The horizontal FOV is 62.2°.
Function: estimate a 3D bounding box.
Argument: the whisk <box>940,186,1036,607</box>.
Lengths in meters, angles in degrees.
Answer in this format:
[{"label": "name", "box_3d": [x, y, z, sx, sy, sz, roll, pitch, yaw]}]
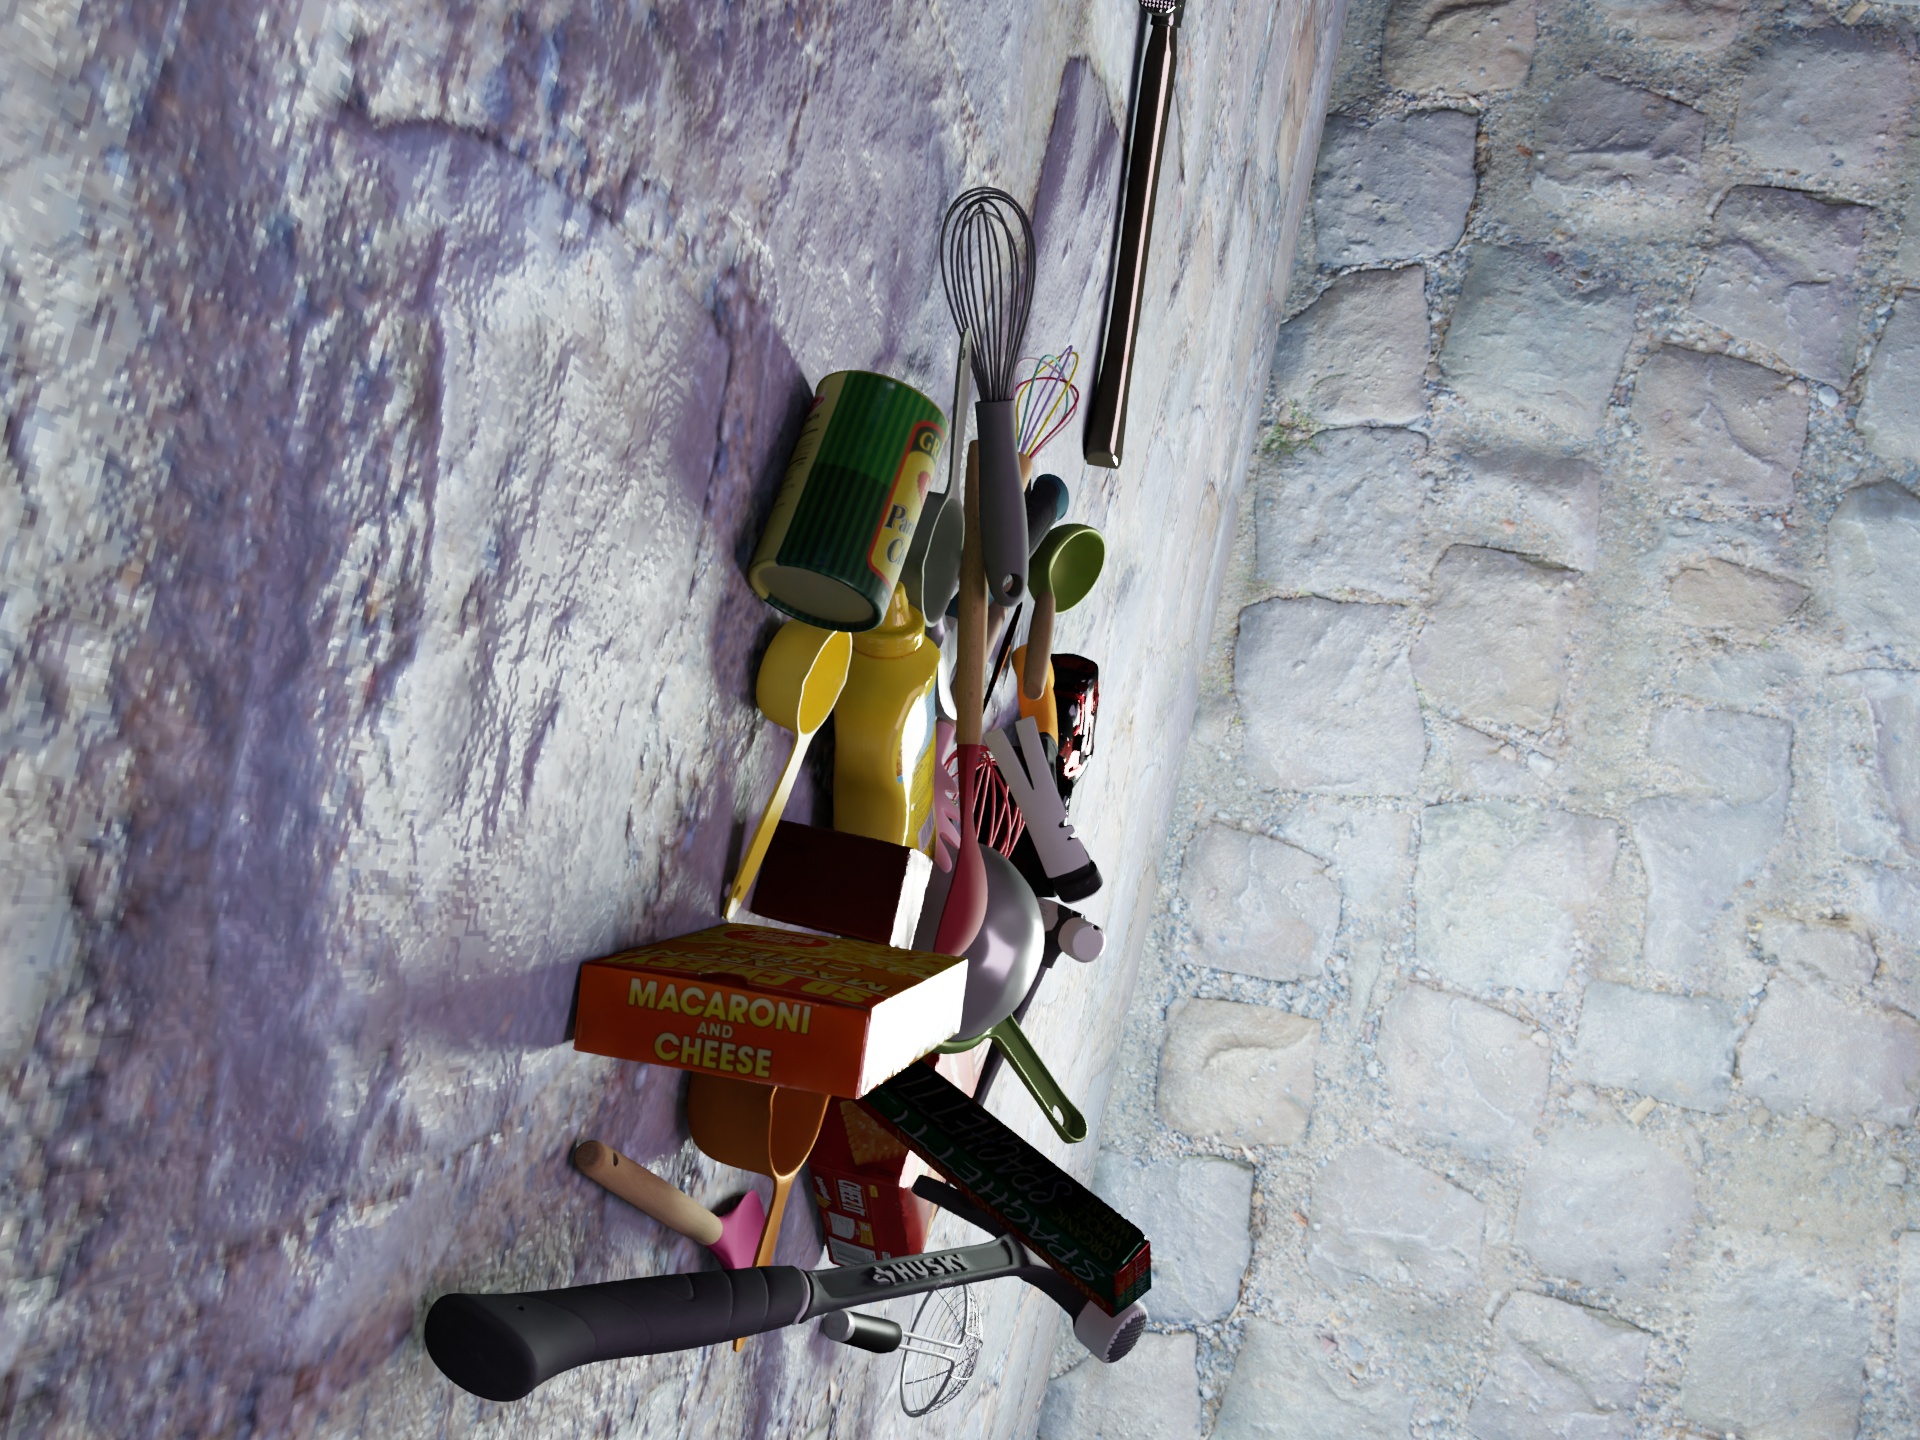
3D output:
[{"label": "whisk", "box_3d": [0.022, -0.182, 0.915, 0.055, 0.055, 0.239, -44, 132, -67]}]

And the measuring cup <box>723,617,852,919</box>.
[{"label": "measuring cup", "box_3d": [-0.095, 0.022, 0.773, 0.156, 0.029, 0.062, -68, 168, 8]}]

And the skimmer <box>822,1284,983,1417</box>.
[{"label": "skimmer", "box_3d": [-0.061, 0.503, 1.307, 0.127, 0.090, 0.362, -69, 154, -18]}]

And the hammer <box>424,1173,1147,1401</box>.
[{"label": "hammer", "box_3d": [-0.066, 0.255, 0.724, 0.408, 0.149, 0.036, 19, 102, -54]}]

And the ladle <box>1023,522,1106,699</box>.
[{"label": "ladle", "box_3d": [0.073, -0.076, 1.167, 0.320, 0.062, 0.078, -76, -174, -67]}]

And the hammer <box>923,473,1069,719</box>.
[{"label": "hammer", "box_3d": [0.024, -0.105, 1.112, 0.331, 0.033, 0.128, -56, 153, -58]}]

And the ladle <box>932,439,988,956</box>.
[{"label": "ladle", "box_3d": [0.005, -0.011, 0.948, 0.069, 0.031, 0.315, 36, 56, -83]}]

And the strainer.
[{"label": "strainer", "box_3d": [0.035, 0.180, 1.048, 0.256, 0.069, 0.151, 58, 40, -17]}]

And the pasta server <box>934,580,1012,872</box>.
[{"label": "pasta server", "box_3d": [-0.002, -0.003, 1.088, 0.316, 0.060, 0.040, -67, 141, -50]}]

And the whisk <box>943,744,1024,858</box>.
[{"label": "whisk", "box_3d": [0.002, 0.136, 1.185, 0.073, 0.073, 0.295, -61, 164, -50]}]

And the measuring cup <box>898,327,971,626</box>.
[{"label": "measuring cup", "box_3d": [-0.021, -0.138, 0.896, 0.083, 0.038, 0.167, -31, 130, -72]}]

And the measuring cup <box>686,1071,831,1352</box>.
[{"label": "measuring cup", "box_3d": [-0.111, 0.223, 0.798, 0.095, 0.052, 0.174, 33, 69, -74]}]

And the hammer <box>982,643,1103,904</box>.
[{"label": "hammer", "box_3d": [0.054, 0.003, 1.146, 0.337, 0.034, 0.127, -90, 157, -70]}]

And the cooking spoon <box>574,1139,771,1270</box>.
[{"label": "cooking spoon", "box_3d": [-0.134, 0.252, 0.802, 0.318, 0.017, 0.069, 74, 11, -62]}]

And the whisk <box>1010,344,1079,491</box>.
[{"label": "whisk", "box_3d": [0.041, -0.180, 1.063, 0.245, 0.047, 0.051, -70, 155, -46]}]

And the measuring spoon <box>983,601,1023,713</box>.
[{"label": "measuring spoon", "box_3d": [0.022, -0.035, 1.179, 0.021, 0.011, 0.117, -150, -99, -83]}]

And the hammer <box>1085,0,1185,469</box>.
[{"label": "hammer", "box_3d": [0.154, -0.422, 1.367, 0.146, 0.038, 0.410, -53, 153, -63]}]

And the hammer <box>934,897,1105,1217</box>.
[{"label": "hammer", "box_3d": [0.006, 0.295, 1.255, 0.335, 0.035, 0.146, -65, -158, -3]}]

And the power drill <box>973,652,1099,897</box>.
[{"label": "power drill", "box_3d": [0.070, 0.049, 1.358, 0.220, 0.078, 0.143, -62, 160, -57]}]
